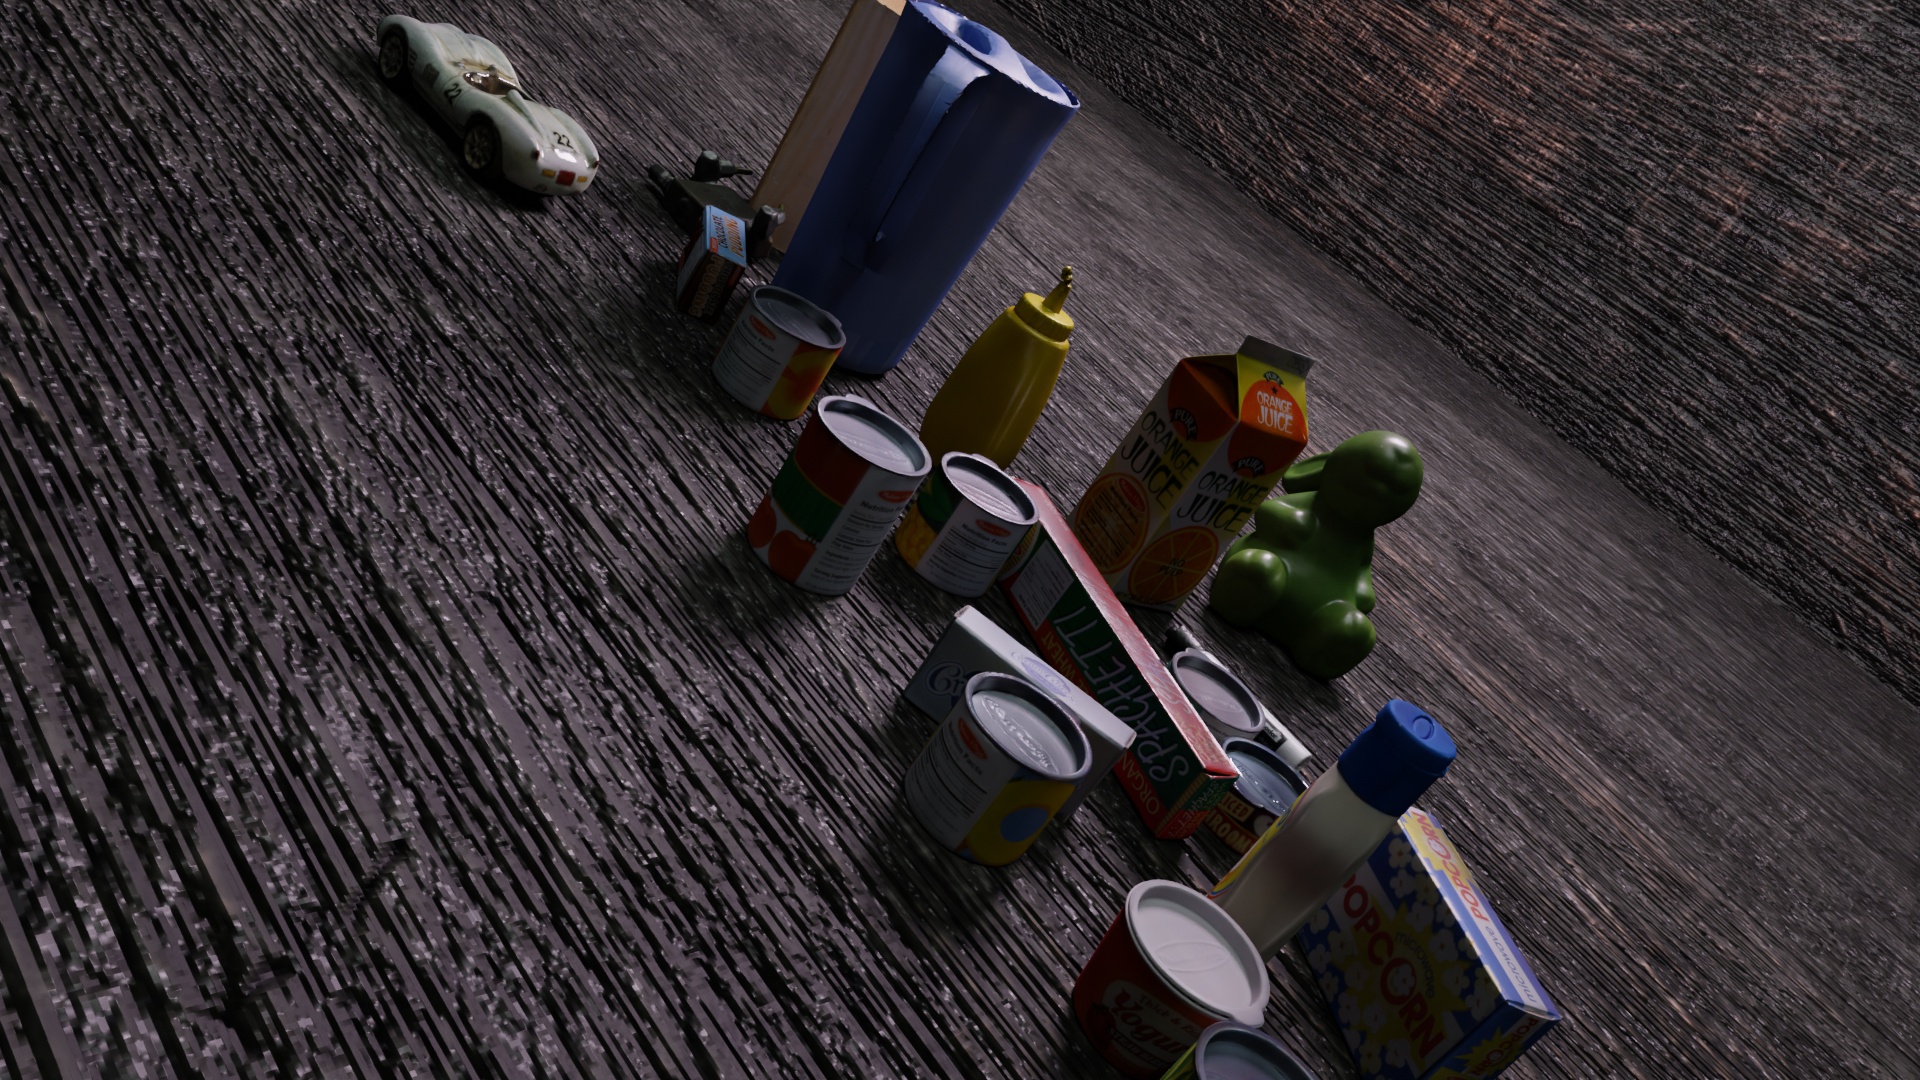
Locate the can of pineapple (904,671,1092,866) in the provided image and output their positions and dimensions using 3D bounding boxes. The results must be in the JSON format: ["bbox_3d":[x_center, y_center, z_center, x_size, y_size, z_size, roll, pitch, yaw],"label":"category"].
[{"bbox_3d":[0.018,0.102,0.622,0.071,0.057,0.071,28,25,-14],"label":"can of pineapple"}]

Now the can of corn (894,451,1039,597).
[{"bbox_3d":[0.003,-0.010,0.812,0.071,0.058,0.071,28,25,-14],"label":"can of corn"}]

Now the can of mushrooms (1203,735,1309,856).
[{"bbox_3d":[0.159,0.141,0.756,0.071,0.033,0.071,28,25,-14],"label":"can of mushrooms"}]

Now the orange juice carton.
[{"bbox_3d":[0.154,-0.049,0.909,0.072,0.192,0.073,13,31,-39],"label":"orange juice carton"}]

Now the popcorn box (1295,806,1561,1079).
[{"bbox_3d":[0.212,0.197,0.656,0.038,0.085,0.127,23,26,-25],"label":"popcorn box"}]

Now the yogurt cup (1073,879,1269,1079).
[{"bbox_3d":[0.082,0.180,0.562,0.072,0.053,0.073,28,25,-14],"label":"yogurt cup"}]

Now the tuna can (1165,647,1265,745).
[{"bbox_3d":[0.142,0.098,0.816,0.071,0.032,0.071,28,25,-14],"label":"tuna can"}]

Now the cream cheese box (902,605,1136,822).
[{"bbox_3d":[0.027,0.084,0.674,0.104,0.053,0.024,37,24,8],"label":"cream cheese box"}]

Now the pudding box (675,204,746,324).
[{"bbox_3d":[-0.169,-0.187,0.938,0.030,0.049,0.084,23,26,-23],"label":"pudding box"}]

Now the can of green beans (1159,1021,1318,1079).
[{"bbox_3d":[0.096,0.219,0.502,0.071,0.057,0.071,28,25,-14],"label":"can of green beans"}]

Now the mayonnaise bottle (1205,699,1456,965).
[{"bbox_3d":[0.163,0.136,0.630,0.041,0.147,0.065,41,25,16],"label":"mayonnaise bottle"}]

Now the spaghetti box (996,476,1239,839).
[{"bbox_3d":[0.073,0.058,0.783,0.029,0.050,0.251,15,30,-37],"label":"spaghetti box"}]

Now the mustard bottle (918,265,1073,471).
[{"bbox_3d":[0.034,-0.111,0.913,0.065,0.159,0.049,44,25,21],"label":"mustard bottle"}]

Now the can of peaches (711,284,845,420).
[{"bbox_3d":[-0.112,-0.117,0.867,0.071,0.057,0.071,28,25,-14],"label":"can of peaches"}]

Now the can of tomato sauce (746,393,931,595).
[{"bbox_3d":[-0.065,-0.024,0.723,0.071,0.082,0.071,28,24,-14],"label":"can of tomato sauce"}]
